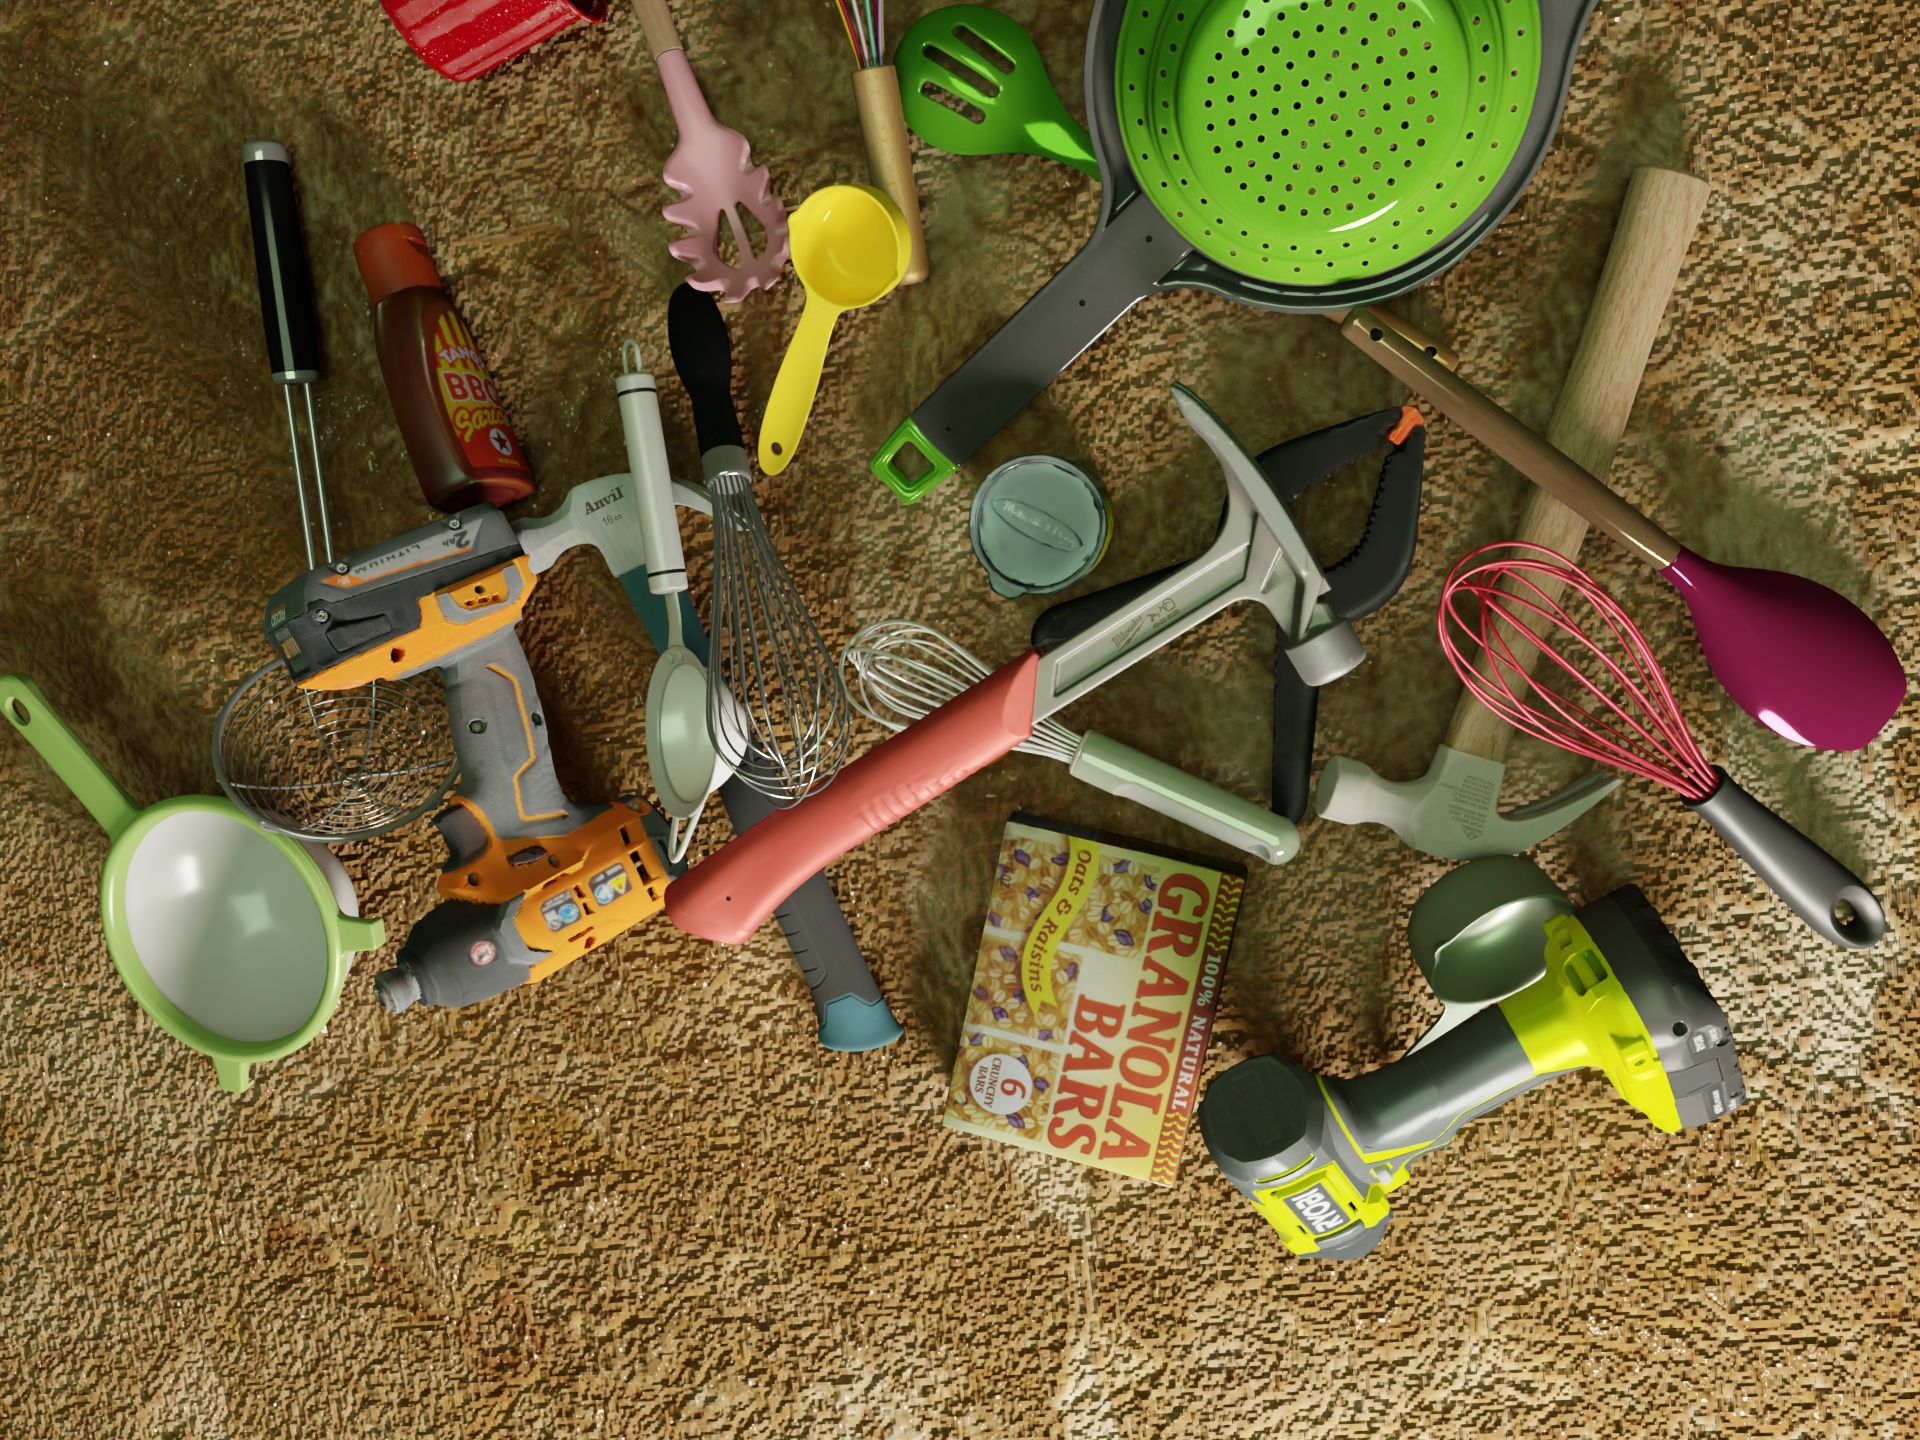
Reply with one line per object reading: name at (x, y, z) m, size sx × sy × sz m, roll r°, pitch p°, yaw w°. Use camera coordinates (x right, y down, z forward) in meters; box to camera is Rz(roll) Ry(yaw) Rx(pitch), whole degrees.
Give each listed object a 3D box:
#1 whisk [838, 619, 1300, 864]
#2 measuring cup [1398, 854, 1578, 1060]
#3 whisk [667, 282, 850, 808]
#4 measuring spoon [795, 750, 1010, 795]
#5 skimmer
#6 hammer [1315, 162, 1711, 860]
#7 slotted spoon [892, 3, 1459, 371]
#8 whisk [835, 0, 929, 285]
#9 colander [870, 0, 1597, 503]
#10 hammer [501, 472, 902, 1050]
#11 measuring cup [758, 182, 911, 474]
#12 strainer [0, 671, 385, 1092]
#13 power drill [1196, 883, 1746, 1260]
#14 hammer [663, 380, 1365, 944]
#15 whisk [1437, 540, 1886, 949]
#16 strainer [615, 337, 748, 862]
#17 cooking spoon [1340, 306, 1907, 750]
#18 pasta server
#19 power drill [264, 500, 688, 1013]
whisk at (0.052, 0.013, 0.787) m, size 0.246 × 0.057 × 0.059 m, roll 24°, pitch 67°, yaw 9°
measuring cup at (0.234, 0.130, 0.779) m, size 0.083 × 0.038 × 0.167 m, roll 5°, pitch 130°, yaw -25°
whisk at (-0.106, -0.093, 0.764) m, size 0.070 × 0.070 × 0.285 m, roll -18°, pitch 70°, yaw 11°
measuring spoon at (-0.028, 0.026, 0.813) m, size 0.117 × 0.011 × 0.021 m, roll -16°, pitch 96°, yaw -7°
skimmer at (-0.336, -0.120, 0.821) m, size 0.127 × 0.090 × 0.363 m, roll -8°, pitch 95°, yaw -17°
hammer at (0.280, -0.092, 0.746) m, size 0.130 × 0.031 × 0.331 m, roll 17°, pitch 98°, yaw -2°
slotted spoon at (0.102, -0.250, 0.763) m, size 0.314 × 0.031 × 0.070 m, roll 31°, pitch 100°, yaw 3°
whisk at (-0.050, -0.330, 0.750) m, size 0.047 × 0.051 × 0.244 m, roll -23°, pitch 114°, yaw -29°
colander at (0.091, -0.214, 0.687) m, size 0.204 × 0.094 × 0.397 m, roll 44°, pitch 119°, yaw -12°
hammer at (-0.117, 0.024, 0.834) m, size 0.128 × 0.033 × 0.331 m, roll -24°, pitch 94°, yaw 13°
measuring cup at (-0.069, -0.192, 0.791) m, size 0.062 × 0.029 × 0.156 m, roll 30°, pitch 124°, yaw 6°
strainer at (-0.421, 0.067, 0.871) m, size 0.256 × 0.069 × 0.151 m, roll 47°, pitch 111°, yaw 2°
power drill at (0.240, 0.179, 0.748) m, size 0.223 × 0.080 × 0.171 m, roll -28°, pitch 136°, yaw 11°
hammer at (-0.001, -0.002, 0.754) m, size 0.359 × 0.037 × 0.149 m, roll -32°, pitch 96°, yaw 17°
whisk at (0.323, 0.019, 0.720) m, size 0.295 × 0.073 × 0.073 m, roll 37°, pitch 103°, yaw -16°
strainer at (-0.141, -0.061, 0.788) m, size 0.050 × 0.087 × 0.258 m, roll -10°, pitch 92°, yaw -34°
cooking spoon at (0.301, -0.088, 0.721) m, size 0.319 × 0.017 × 0.069 m, roll 34°, pitch 96°, yaw -6°
pasta server at (-0.155, -0.357, 0.785) m, size 0.060 × 0.040 × 0.316 m, roll -20°, pitch 93°, yaw 7°
power drill at (-0.249, 0.024, 0.784) m, size 0.084 × 0.164 × 0.226 m, roll -11°, pitch 107°, yaw 53°
